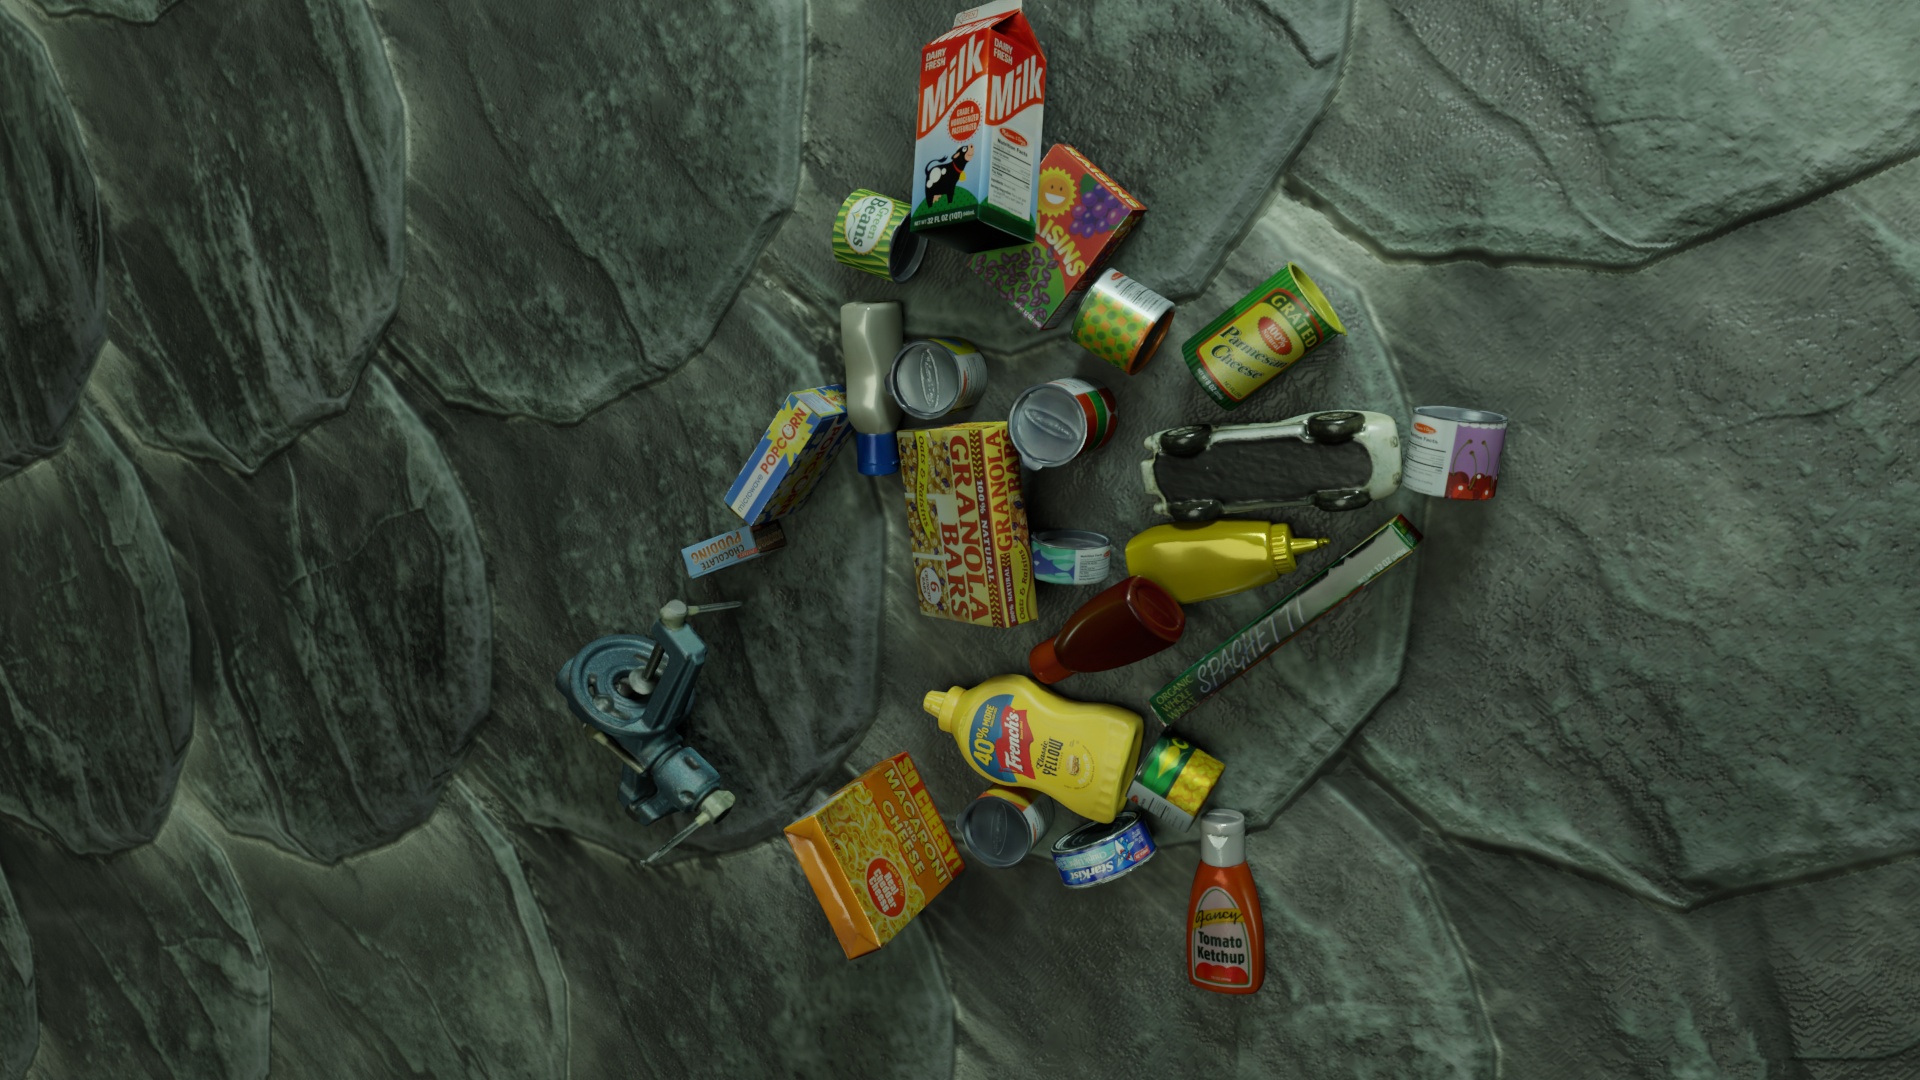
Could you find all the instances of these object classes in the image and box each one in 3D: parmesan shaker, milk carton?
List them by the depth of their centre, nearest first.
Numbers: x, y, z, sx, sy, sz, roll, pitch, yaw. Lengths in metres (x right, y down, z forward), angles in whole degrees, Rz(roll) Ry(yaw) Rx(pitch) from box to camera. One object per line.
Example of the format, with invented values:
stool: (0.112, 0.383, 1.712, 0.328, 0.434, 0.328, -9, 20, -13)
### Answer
parmesan shaker: (0.229, -0.151, 1.052, 0.102, 0.071, 0.071, -37, 84, 26)
milk carton: (0.015, -0.329, 1.086, 0.072, 0.073, 0.190, 0, 84, 41)

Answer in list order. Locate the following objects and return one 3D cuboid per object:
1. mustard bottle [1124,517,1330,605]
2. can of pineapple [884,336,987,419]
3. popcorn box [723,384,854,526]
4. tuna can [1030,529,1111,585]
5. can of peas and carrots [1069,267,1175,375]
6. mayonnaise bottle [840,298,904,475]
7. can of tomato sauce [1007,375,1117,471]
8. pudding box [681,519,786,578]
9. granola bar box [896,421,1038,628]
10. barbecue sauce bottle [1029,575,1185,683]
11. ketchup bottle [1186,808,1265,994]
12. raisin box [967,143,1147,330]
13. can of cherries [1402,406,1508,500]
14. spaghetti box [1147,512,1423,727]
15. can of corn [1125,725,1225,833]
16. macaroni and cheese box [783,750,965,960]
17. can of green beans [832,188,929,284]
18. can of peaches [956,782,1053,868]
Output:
mustard bottle: (0.213, 0.013, 1.099, 0.160, 0.049, 0.065, -8, 106, 25)
can of pineapple: (-0.019, -0.138, 1.170, 0.071, 0.058, 0.071, 5, 102, 23)
popcorn box: (-0.145, -0.075, 1.224, 0.038, 0.085, 0.126, 42, 114, 12)
tuna can: (0.088, 0.013, 1.147, 0.071, 0.071, 0.032, 8, 105, 23)
can of peas and carrots: (0.127, -0.170, 1.094, 0.059, 0.071, 0.070, 33, 112, 14)
mayonnaise bottle: (-0.074, -0.131, 1.195, 0.041, 0.065, 0.147, 6, 107, 26)
can of tomato sauce: (0.083, -0.095, 1.118, 0.071, 0.083, 0.071, 5, 103, 24)
pudding box: (-0.211, 0.007, 1.290, 0.083, 0.050, 0.030, -19, 91, 26)
granola bar box: (0.004, -0.015, 1.164, 0.124, 0.039, 0.165, 4, 104, 54)
barbecue sauce bottle: (0.113, 0.079, 1.135, 0.065, 0.044, 0.148, 40, 140, -14)
ketchup bottle: (0.220, 0.300, 1.157, 0.065, 0.044, 0.148, 1, 100, 24)
raisin box: (0.077, -0.243, 1.116, 0.086, 0.040, 0.123, 44, 115, 12)
can of cherries: (0.361, -0.064, 1.010, 0.071, 0.072, 0.058, 9, 105, 22)
spaghetti box: (0.251, 0.066, 1.092, 0.249, 0.050, 0.029, -41, 81, 25)
can of corn: (0.179, 0.196, 1.144, 0.058, 0.071, 0.071, 31, 111, 15)
macaroni and cheese box: (-0.072, 0.270, 1.214, 0.040, 0.167, 0.123, -28, 88, 27)
can of green beans: (-0.066, -0.255, 1.163, 0.058, 0.071, 0.071, 23, 109, 19)
can of peaches: (0.040, 0.245, 1.219, 0.071, 0.058, 0.071, 5, 103, 24)
